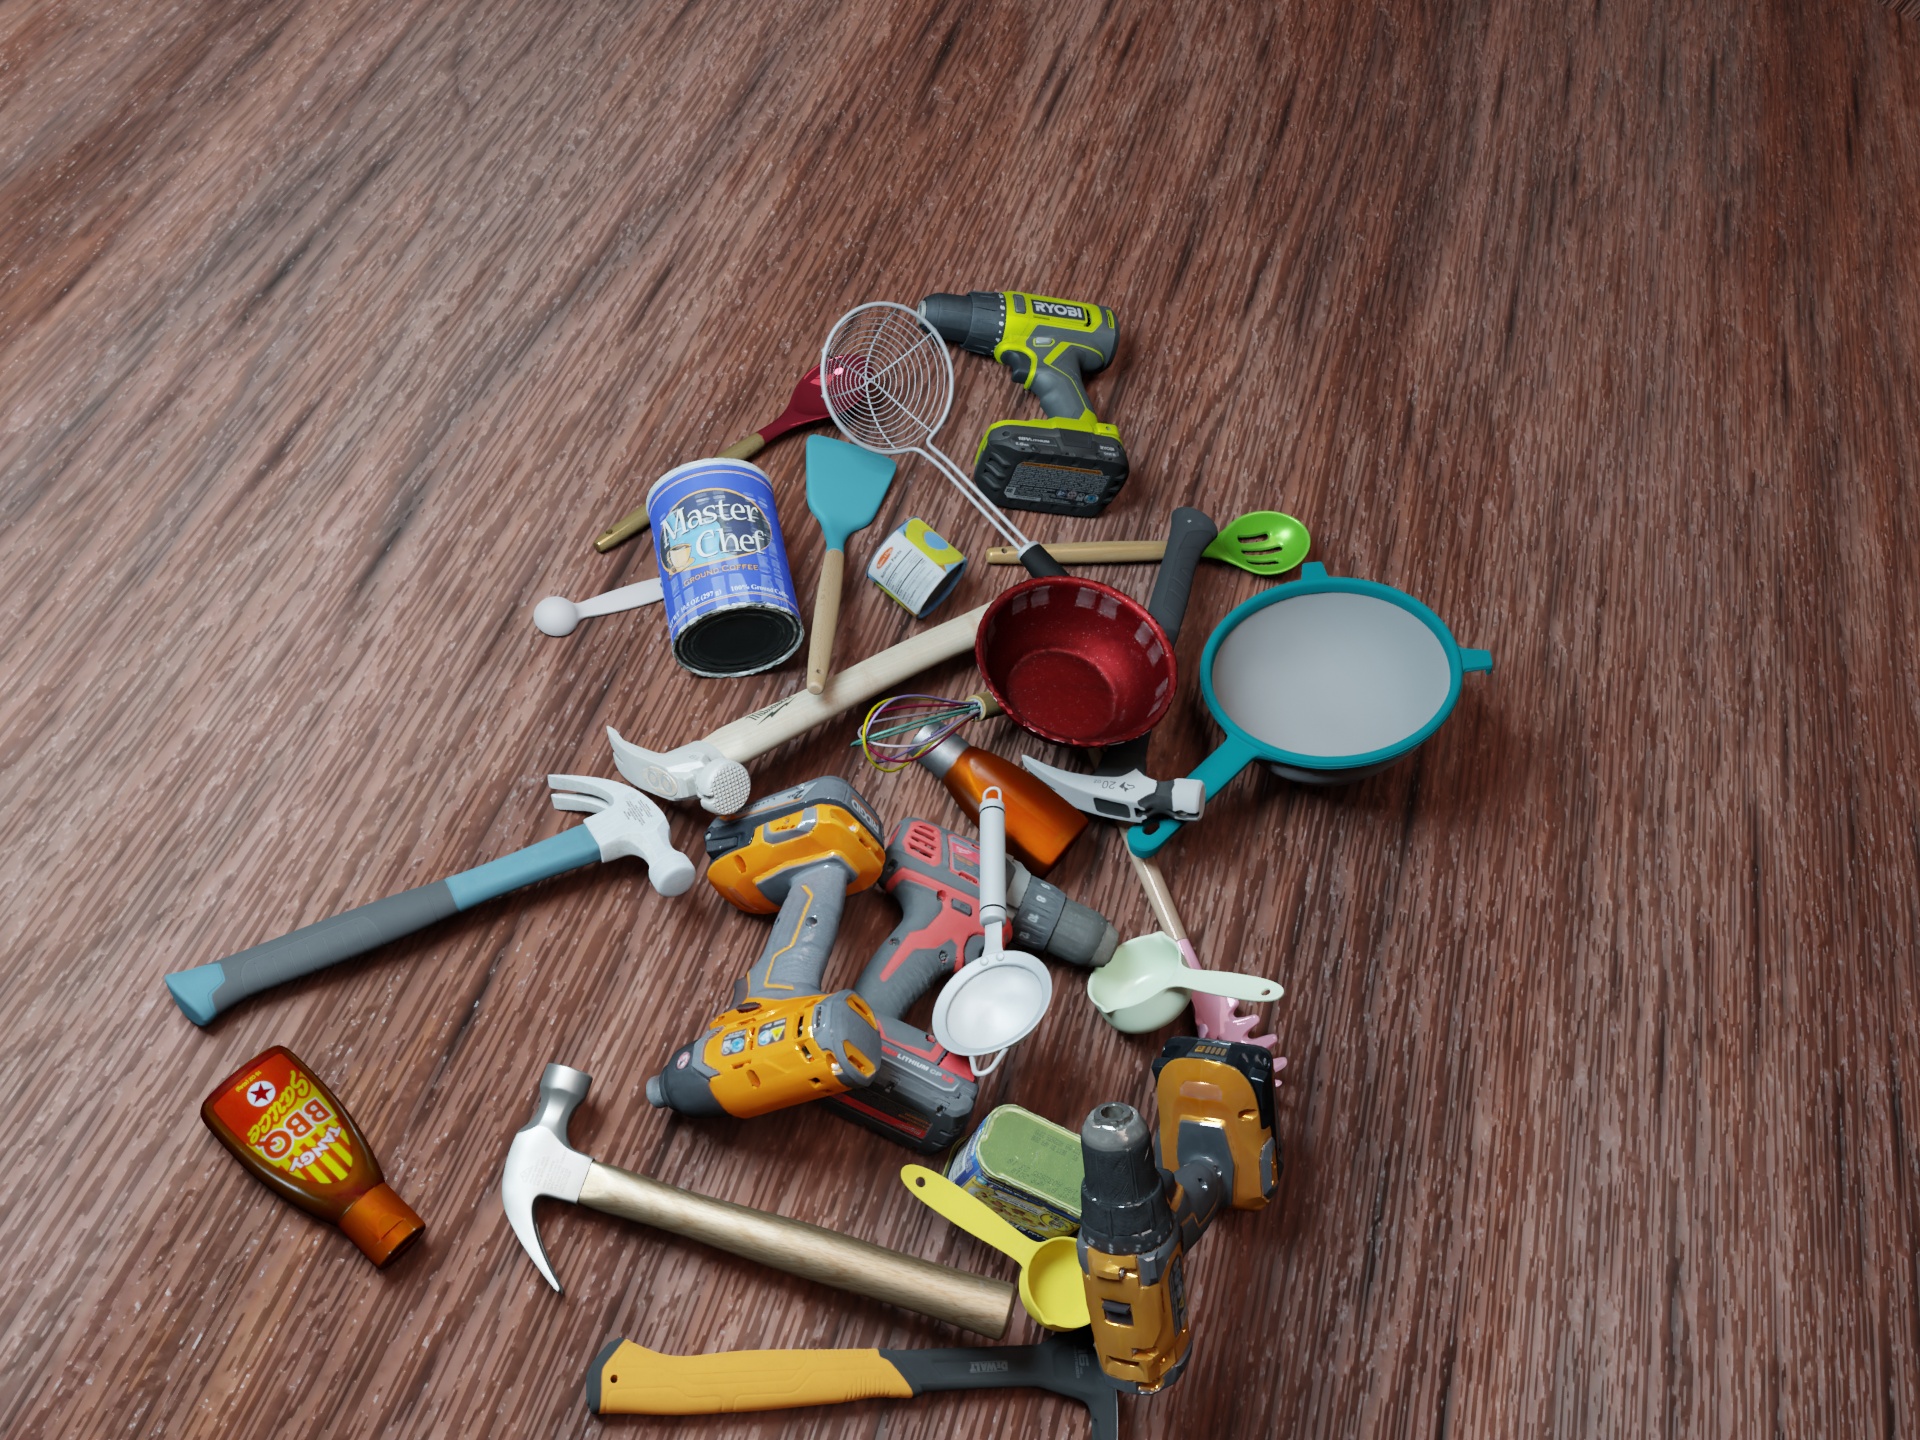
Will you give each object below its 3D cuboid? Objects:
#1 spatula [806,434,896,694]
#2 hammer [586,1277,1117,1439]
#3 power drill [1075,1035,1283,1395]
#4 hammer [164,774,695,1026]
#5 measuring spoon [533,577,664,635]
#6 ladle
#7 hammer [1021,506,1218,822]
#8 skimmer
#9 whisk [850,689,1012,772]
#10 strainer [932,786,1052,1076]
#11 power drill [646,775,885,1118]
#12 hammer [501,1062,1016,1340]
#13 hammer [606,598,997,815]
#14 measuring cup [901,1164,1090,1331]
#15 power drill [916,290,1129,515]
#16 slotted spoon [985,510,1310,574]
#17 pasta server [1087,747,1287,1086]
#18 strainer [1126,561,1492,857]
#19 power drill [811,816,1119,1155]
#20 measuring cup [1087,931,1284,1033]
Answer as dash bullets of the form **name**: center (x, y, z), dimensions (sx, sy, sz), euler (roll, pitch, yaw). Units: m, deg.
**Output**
- **spatula**: center (-0.102, -0.128, 1.286), dimensions (0.082, 0.044, 0.318), euler (17, 37, -12)
- **hammer**: center (-0.063, 0.419, 0.998), dimensions (0.336, 0.034, 0.127), euler (5, 57, -16)
- **power drill**: center (0.137, 0.288, 1.028), dimensions (0.084, 0.185, 0.226), euler (1, 21, 28)
- **hammer**: center (-0.354, 0.124, 1.066), dimensions (0.331, 0.033, 0.128), euler (-21, 47, -23)
- **measuring spoon**: center (-0.276, -0.097, 1.254), dimensions (0.124, 0.018, 0.034), euler (-20, 67, -28)
- **ladle**: center (-0.190, -0.228, 1.358), dimensions (0.069, 0.031, 0.315), euler (28, 53, 31)
- **hammer**: center (0.157, -0.057, 1.328), dimensions (0.146, 0.035, 0.335), euler (5, 51, 20)
- **skimmer**: center (0.020, -0.198, 1.323), dimensions (0.127, 0.090, 0.363), euler (-34, 71, -22)
- **whisk**: center (-0.002, -0.002, 1.228), dimensions (0.245, 0.051, 0.047), euler (-16, 73, -54)
- **strainer**: center (0.025, 0.144, 1.106), dimensions (0.087, 0.050, 0.259), euler (-17, 44, 18)
- **power drill**: center (-0.131, 0.160, 1.069), dimensions (0.084, 0.164, 0.227), euler (51, 28, -40)
- **hammer**: center (-0.128, 0.327, 1.000), dimensions (0.331, 0.031, 0.130), euler (17, 68, 1)
- **hammer**: center (-0.078, -0.035, 1.251), dimensions (0.146, 0.038, 0.410), euler (16, 33, 43)
- **measuring cup**: center (0.025, 0.341, 1.041), dimensions (0.156, 0.029, 0.062), euler (33, 55, 7)
- **power drill**: center (0.060, -0.305, 1.461), dimensions (0.190, 0.080, 0.229), euler (4, 56, -16)
- **slotted spoon**: center (0.171, -0.155, 1.435), dimensions (0.313, 0.031, 0.070), euler (-4, 61, -19)
- **pasta server**: center (0.165, 0.145, 1.240), dimensions (0.060, 0.040, 0.316), euler (-1, 58, -36)
- **strainer**: center (0.264, 0.022, 1.317), dimensions (0.340, 0.095, 0.211), euler (-40, 52, -20)
- **power drill**: center (0.003, 0.190, 1.136), dimensions (0.188, 0.080, 0.227), euler (25, 52, 0)
- **measuring cup**: center (0.167, 0.198, 1.145), dimensions (0.083, 0.168, 0.038), euler (-49, 121, -33)
